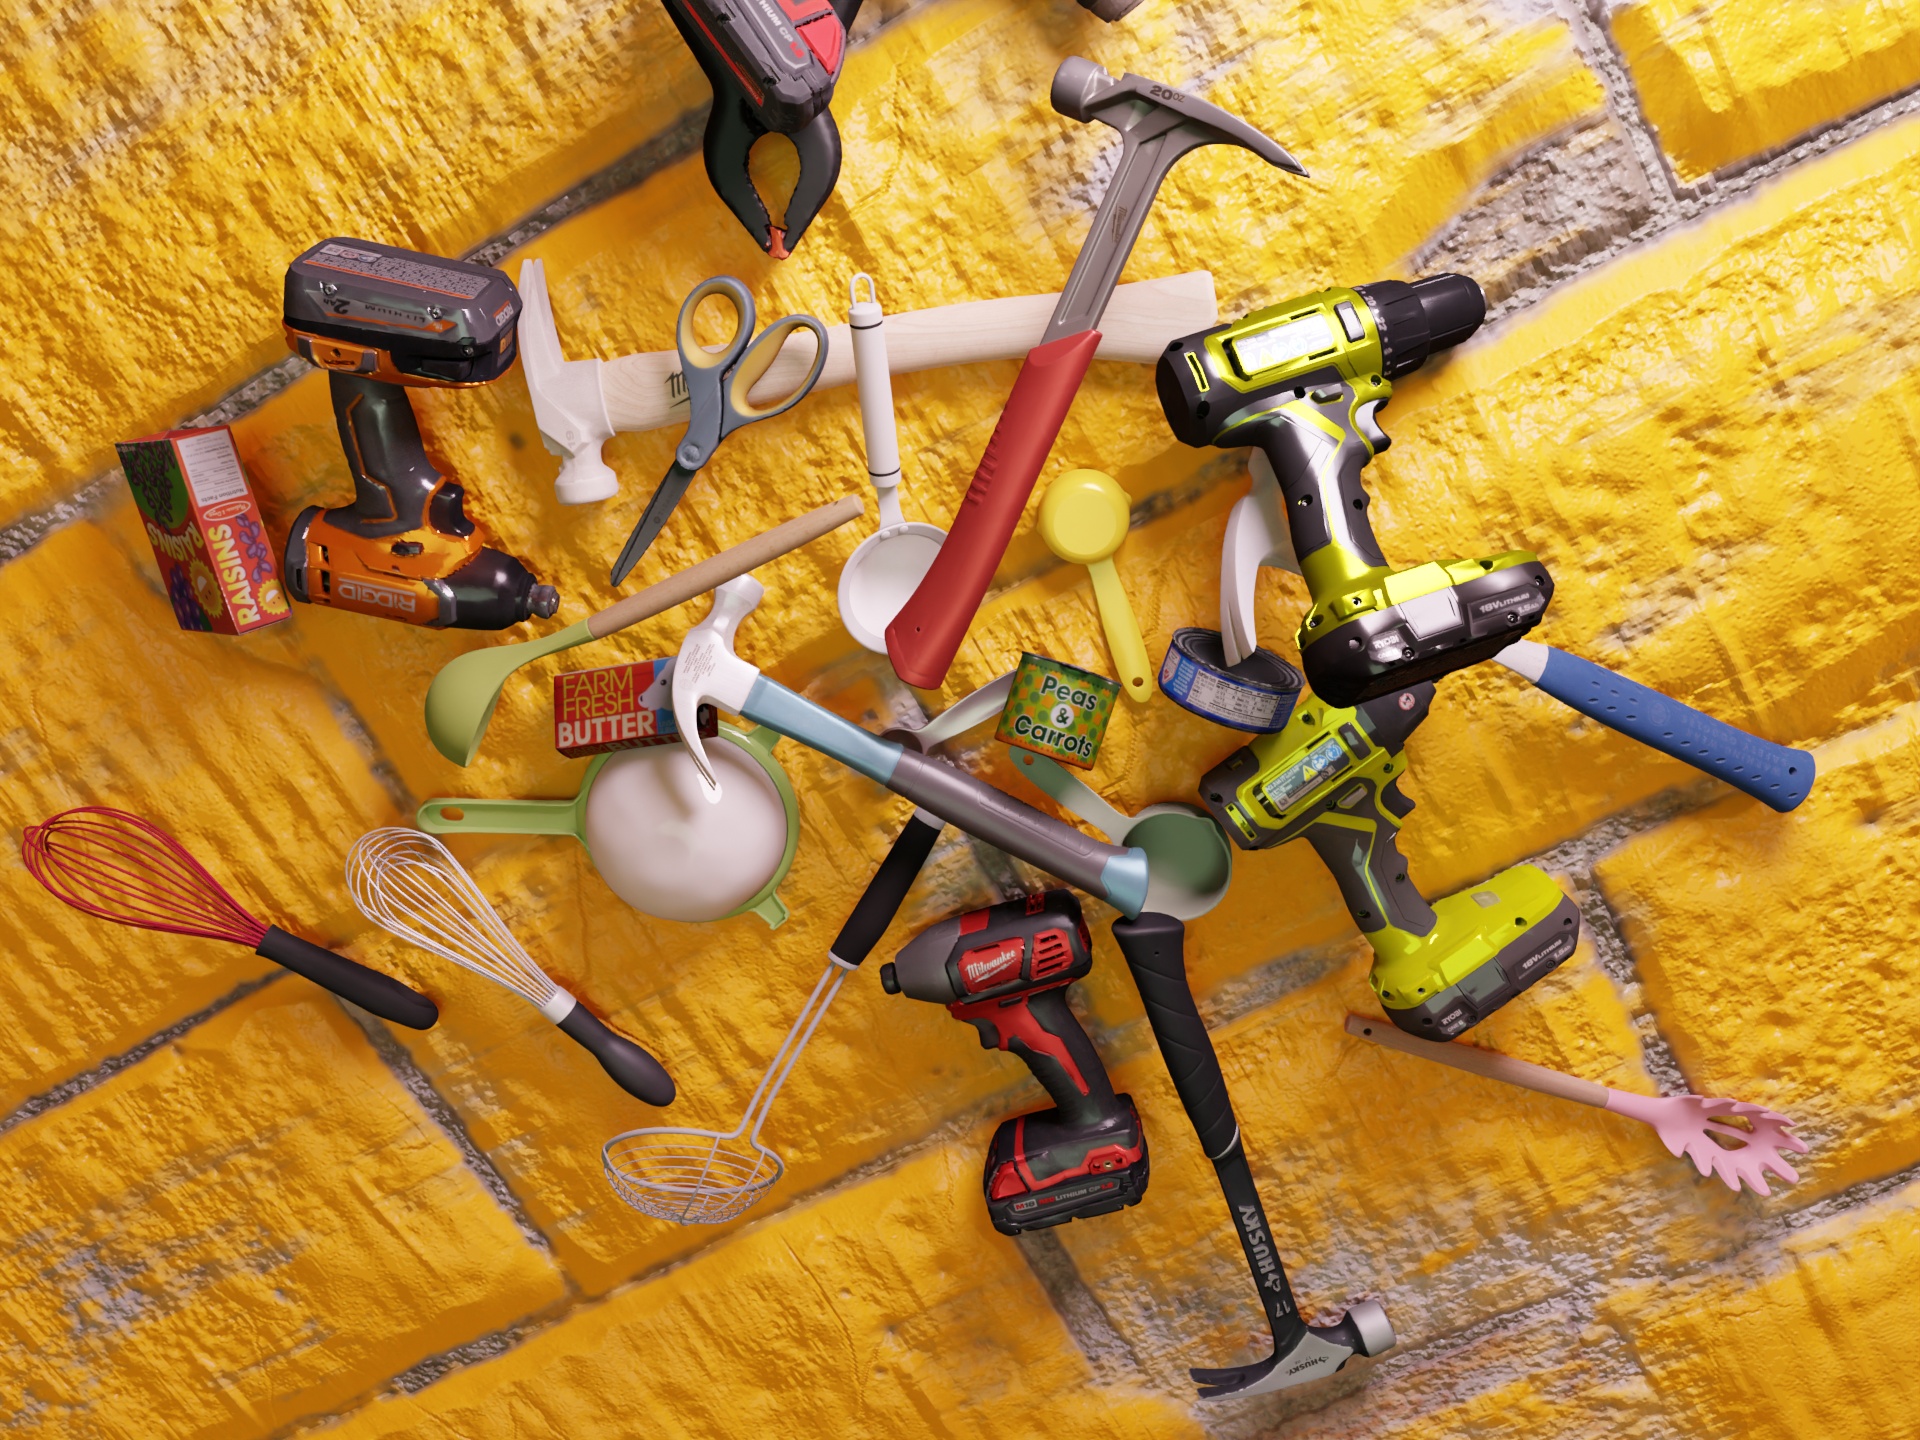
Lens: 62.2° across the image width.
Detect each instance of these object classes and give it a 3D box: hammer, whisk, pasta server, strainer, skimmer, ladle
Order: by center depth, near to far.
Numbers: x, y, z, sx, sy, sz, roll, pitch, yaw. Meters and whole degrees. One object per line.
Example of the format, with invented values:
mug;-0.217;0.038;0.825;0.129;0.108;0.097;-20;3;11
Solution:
hammer;0.052;-0.175;0.897;0.149;0.036;0.359;32;110;20
hammer;-0.056;-0.229;0.943;0.410;0.038;0.146;-8;107;5
strainer;-0.043;-0.140;0.946;0.087;0.050;0.258;-17;126;-16
hammer;0.340;-0.033;0.966;0.405;0.035;0.144;23;73;-10
ladle;-0.194;-0.057;0.968;0.320;0.078;0.062;-23;119;16
hammer;-0.029;0.034;0.997;0.331;0.033;0.128;27;75;-4
strainer;-0.236;0.074;1.041;0.256;0.069;0.151;1;109;1
pasta server;0.416;0.252;1.084;0.316;0.040;0.060;16;97;-1
hammer;0.179;0.303;1.085;0.149;0.036;0.408;-22;111;-2
whisk;-0.494;0.140;1.088;0.295;0.073;0.073;29;108;-12
whisk;-0.300;0.174;1.089;0.070;0.070;0.284;-40;108;15
skimmer;-0.121;0.201;1.097;0.127;0.090;0.363;27;99;-30

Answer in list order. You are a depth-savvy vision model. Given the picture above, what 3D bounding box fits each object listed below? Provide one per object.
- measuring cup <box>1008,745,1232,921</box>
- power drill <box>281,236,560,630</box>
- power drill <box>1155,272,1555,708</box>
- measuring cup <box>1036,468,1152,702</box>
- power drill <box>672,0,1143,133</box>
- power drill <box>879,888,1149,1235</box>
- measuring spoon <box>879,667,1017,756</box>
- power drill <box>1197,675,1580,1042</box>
measuring cup;0.103;0.063;1.040;0.167;0.038;0.083;36;110;3
power drill;-0.316;-0.155;0.946;0.164;0.084;0.226;12;124;-2
power drill;0.236;-0.139;0.890;0.190;0.080;0.229;-18;76;-5
measuring cup;0.092;-0.079;0.989;0.062;0.029;0.156;-17;106;9
power drill;-0.025;-0.407;0.839;0.226;0.080;0.187;-39;104;-3
power drill;0.039;0.229;1.079;0.143;0.078;0.219;-16;105;8
measuring spoon;-0.002;-0.003;1.033;0.124;0.018;0.034;-30;105;6
power drill;0.282;0.076;1.009;0.171;0.080;0.223;-37;100;7
